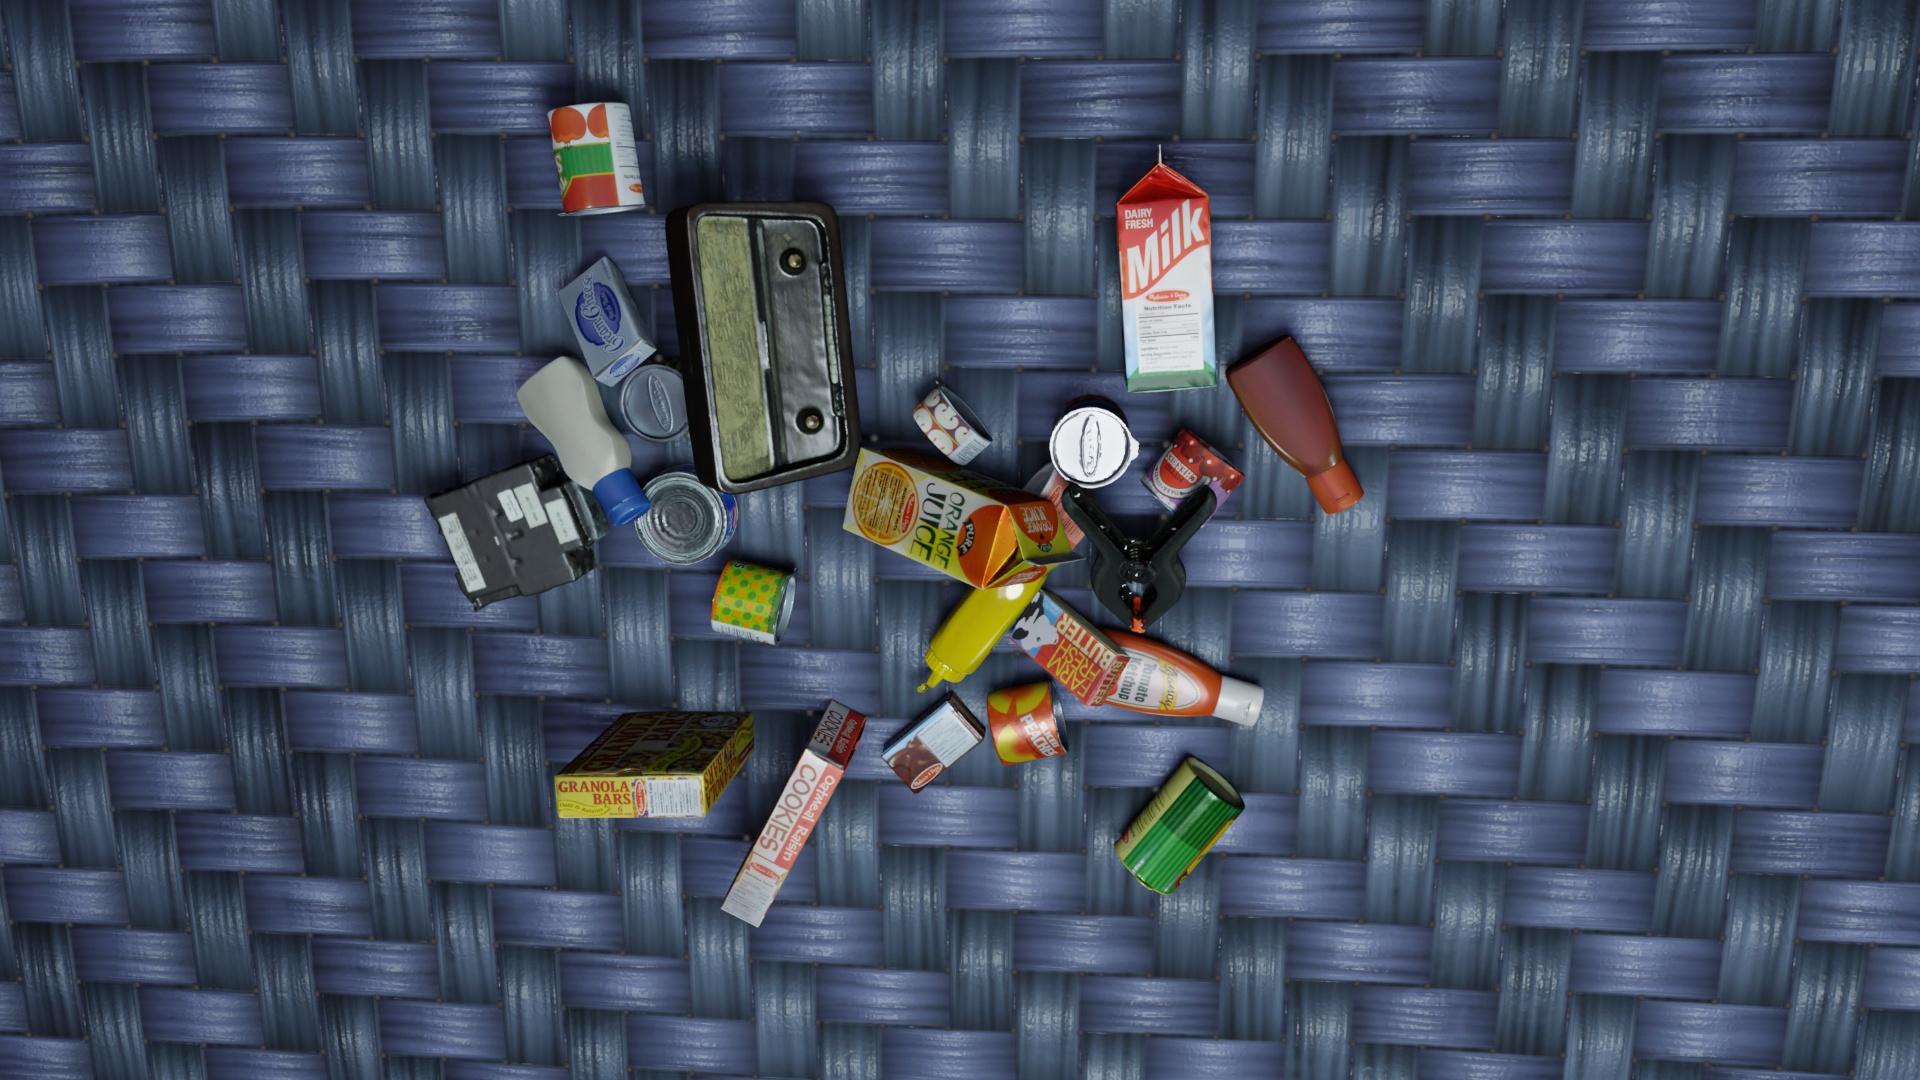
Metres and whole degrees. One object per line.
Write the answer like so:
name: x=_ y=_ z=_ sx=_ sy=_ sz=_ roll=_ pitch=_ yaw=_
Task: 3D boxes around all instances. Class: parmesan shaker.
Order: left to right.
parmesan shaker: x=0.192 y=0.250 z=1.212 sx=0.071 sy=0.071 sz=0.103 roll=37 pitch=103 yaw=-3

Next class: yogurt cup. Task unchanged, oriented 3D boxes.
yogurt cup: x=0.079 y=-0.024 z=1.168 sx=0.054 sy=0.072 sz=0.072 roll=36 pitch=103 yaw=-11

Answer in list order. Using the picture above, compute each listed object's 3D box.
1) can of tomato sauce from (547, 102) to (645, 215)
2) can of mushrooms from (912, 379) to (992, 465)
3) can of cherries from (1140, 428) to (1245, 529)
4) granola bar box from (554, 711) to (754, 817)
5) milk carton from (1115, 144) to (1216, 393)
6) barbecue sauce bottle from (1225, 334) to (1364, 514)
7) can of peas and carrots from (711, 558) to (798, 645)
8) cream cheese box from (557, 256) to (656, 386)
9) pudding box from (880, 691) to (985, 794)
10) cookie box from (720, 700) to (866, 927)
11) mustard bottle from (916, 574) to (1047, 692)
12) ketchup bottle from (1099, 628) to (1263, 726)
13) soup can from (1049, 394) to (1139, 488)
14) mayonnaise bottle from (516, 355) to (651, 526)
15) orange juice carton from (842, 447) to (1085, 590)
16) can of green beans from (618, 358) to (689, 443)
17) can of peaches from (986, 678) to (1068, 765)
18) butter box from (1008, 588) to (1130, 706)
can of tomato sauce: x=-0.300 y=-0.312 z=1.139 sx=0.071 sy=0.071 sz=0.083 roll=-5 pitch=101 yaw=7
can of mushrooms: x=-0.008 y=-0.098 z=1.159 sx=0.033 sy=0.071 sz=0.071 roll=-42 pitch=96 yaw=13
can of cherries: x=0.191 y=-0.052 z=1.147 sx=0.071 sy=0.071 sz=0.058 roll=38 pitch=103 yaw=-4
granola bar box: x=-0.257 y=0.189 z=1.193 sx=0.124 sy=0.166 sz=0.039 roll=-1 pitch=100 yaw=6
milk carton: x=0.163 y=-0.219 z=1.113 sx=0.073 sy=0.072 sz=0.190 roll=-4 pitch=103 yaw=6
barbecue sauce bottle: x=0.281 y=-0.092 z=1.144 sx=0.065 sy=0.044 sz=0.148 roll=-31 pitch=98 yaw=11
can of peas and carrots: x=-0.179 y=0.051 z=1.207 sx=0.059 sy=0.071 sz=0.070 roll=12 pitch=103 yaw=3
cream cheese box: x=-0.296 y=-0.184 z=1.160 sx=0.053 sy=0.024 sz=0.104 roll=-36 pitch=61 yaw=12
pudding box: x=-0.024 y=0.180 z=1.238 sx=0.083 sy=0.030 sz=0.049 roll=-40 pitch=97 yaw=12
cookie box: x=-0.143 y=0.235 z=1.214 sx=0.040 sy=0.123 sz=0.167 roll=28 pitch=103 yaw=-2
mustard bottle: x=0.013 y=0.074 z=1.197 sx=0.049 sy=0.065 sz=0.159 roll=37 pitch=109 yaw=-1
ketchup bottle: x=0.185 y=0.124 z=1.200 sx=0.149 sy=0.044 sz=0.064 roll=15 pitch=104 yaw=1
soup can: x=0.110 y=-0.082 z=1.141 sx=0.071 sy=0.084 sz=0.071 roll=1 pitch=103 yaw=5
mayonnaise bottle: x=-0.317 y=-0.082 z=1.186 sx=0.064 sy=0.041 sz=0.148 roll=-35 pitch=82 yaw=13
orange juice carton: x=0.004 y=-0.014 z=1.123 sx=0.193 sy=0.072 sz=0.073 roll=22 pitch=105 yaw=32
can of green beans: x=-0.249 y=-0.119 z=1.180 sx=0.071 sy=0.058 sz=0.071 roll=1 pitch=102 yaw=5
can of peaches: x=0.058 y=0.159 z=1.205 sx=0.058 sy=0.071 sz=0.071 roll=-13 pitch=101 yaw=9
butter box: x=0.092 y=0.091 z=1.182 sx=0.104 sy=0.024 sz=0.053 roll=40 pitch=107 yaw=35
